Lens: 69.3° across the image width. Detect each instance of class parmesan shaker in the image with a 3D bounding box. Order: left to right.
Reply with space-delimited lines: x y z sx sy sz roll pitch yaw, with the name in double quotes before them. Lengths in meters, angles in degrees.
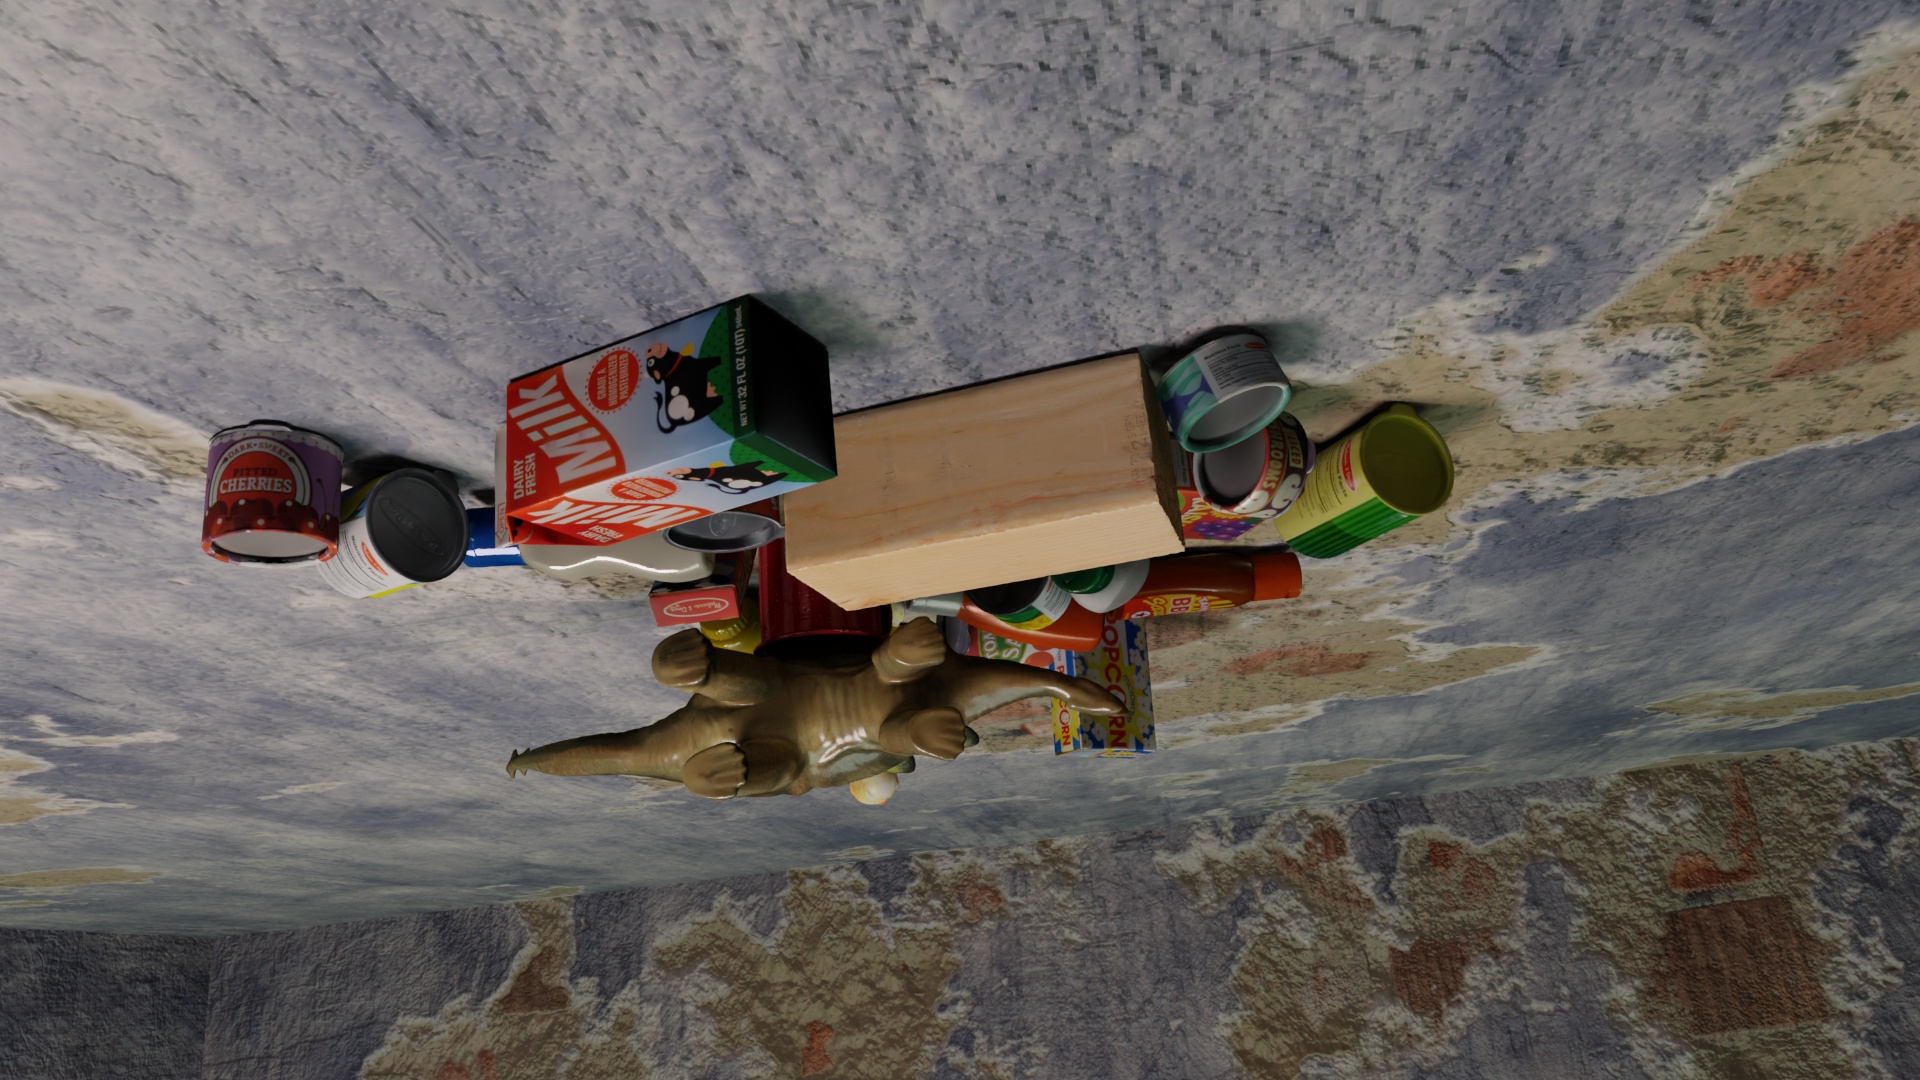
"parmesan shaker" 0.250 -0.035 0.871 0.071 0.071 0.102 1 164 -19

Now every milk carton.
"milk carton" -0.162 -0.050 0.697 0.190 0.072 0.073 -14 160 24

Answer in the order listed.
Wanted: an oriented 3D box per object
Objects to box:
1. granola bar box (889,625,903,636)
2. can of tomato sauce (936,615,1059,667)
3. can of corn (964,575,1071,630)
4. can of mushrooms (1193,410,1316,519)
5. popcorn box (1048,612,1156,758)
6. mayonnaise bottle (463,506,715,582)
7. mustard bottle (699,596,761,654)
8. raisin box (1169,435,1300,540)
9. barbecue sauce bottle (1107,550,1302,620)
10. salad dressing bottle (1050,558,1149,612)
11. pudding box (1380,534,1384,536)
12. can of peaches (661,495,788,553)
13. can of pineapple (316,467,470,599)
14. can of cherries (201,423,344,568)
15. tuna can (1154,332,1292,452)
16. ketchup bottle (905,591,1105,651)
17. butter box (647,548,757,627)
"granola bar box" -0.133 0.108 1.217 0.166 0.039 0.123 1 160 -19
"can of tomato sauce" 0.031 0.069 1.106 0.083 0.071 0.071 2 159 -23
"can of corn" 0.039 0.026 0.991 0.071 0.071 0.058 -13 160 19
"can of mushrooms" 0.170 -0.047 0.810 0.033 0.071 0.070 8 156 -32
"popcorn box" 0.120 0.121 1.192 0.085 0.127 0.038 8 160 -34
"mayonnaise bottle" -0.223 -0.005 0.831 0.148 0.065 0.041 -3 167 4
"mustard bottle" -0.166 0.083 1.082 0.065 0.049 0.159 -31 137 -1
"raisin box" 0.140 -0.033 0.887 0.123 0.040 0.085 3 159 -21
"barbecue sauce bottle" 0.189 0.033 1.085 0.149 0.044 0.064 -5 160 -2
"salad dressing bottle" 0.095 0.019 0.955 0.044 0.064 0.148 31 -174 16
"pudding box" 0.269 -0.025 0.962 0.084 0.030 0.049 1 159 -19
"can of peaches" -0.133 -0.031 0.784 0.071 0.058 0.071 -6 160 -2
"can of pineapple" -0.324 -0.004 0.792 0.058 0.071 0.071 -14 159 32
"can of cherries" -0.366 -0.022 0.738 0.071 0.058 0.071 -5 161 -2
"tuna can" 0.139 -0.076 0.741 0.071 0.033 0.070 -20 156 -9
"ketchup bottle" 0.034 0.044 1.052 0.149 0.065 0.043 8 150 -13
"butter box" -0.160 0.018 0.876 0.053 0.024 0.104 -6 -156 2
